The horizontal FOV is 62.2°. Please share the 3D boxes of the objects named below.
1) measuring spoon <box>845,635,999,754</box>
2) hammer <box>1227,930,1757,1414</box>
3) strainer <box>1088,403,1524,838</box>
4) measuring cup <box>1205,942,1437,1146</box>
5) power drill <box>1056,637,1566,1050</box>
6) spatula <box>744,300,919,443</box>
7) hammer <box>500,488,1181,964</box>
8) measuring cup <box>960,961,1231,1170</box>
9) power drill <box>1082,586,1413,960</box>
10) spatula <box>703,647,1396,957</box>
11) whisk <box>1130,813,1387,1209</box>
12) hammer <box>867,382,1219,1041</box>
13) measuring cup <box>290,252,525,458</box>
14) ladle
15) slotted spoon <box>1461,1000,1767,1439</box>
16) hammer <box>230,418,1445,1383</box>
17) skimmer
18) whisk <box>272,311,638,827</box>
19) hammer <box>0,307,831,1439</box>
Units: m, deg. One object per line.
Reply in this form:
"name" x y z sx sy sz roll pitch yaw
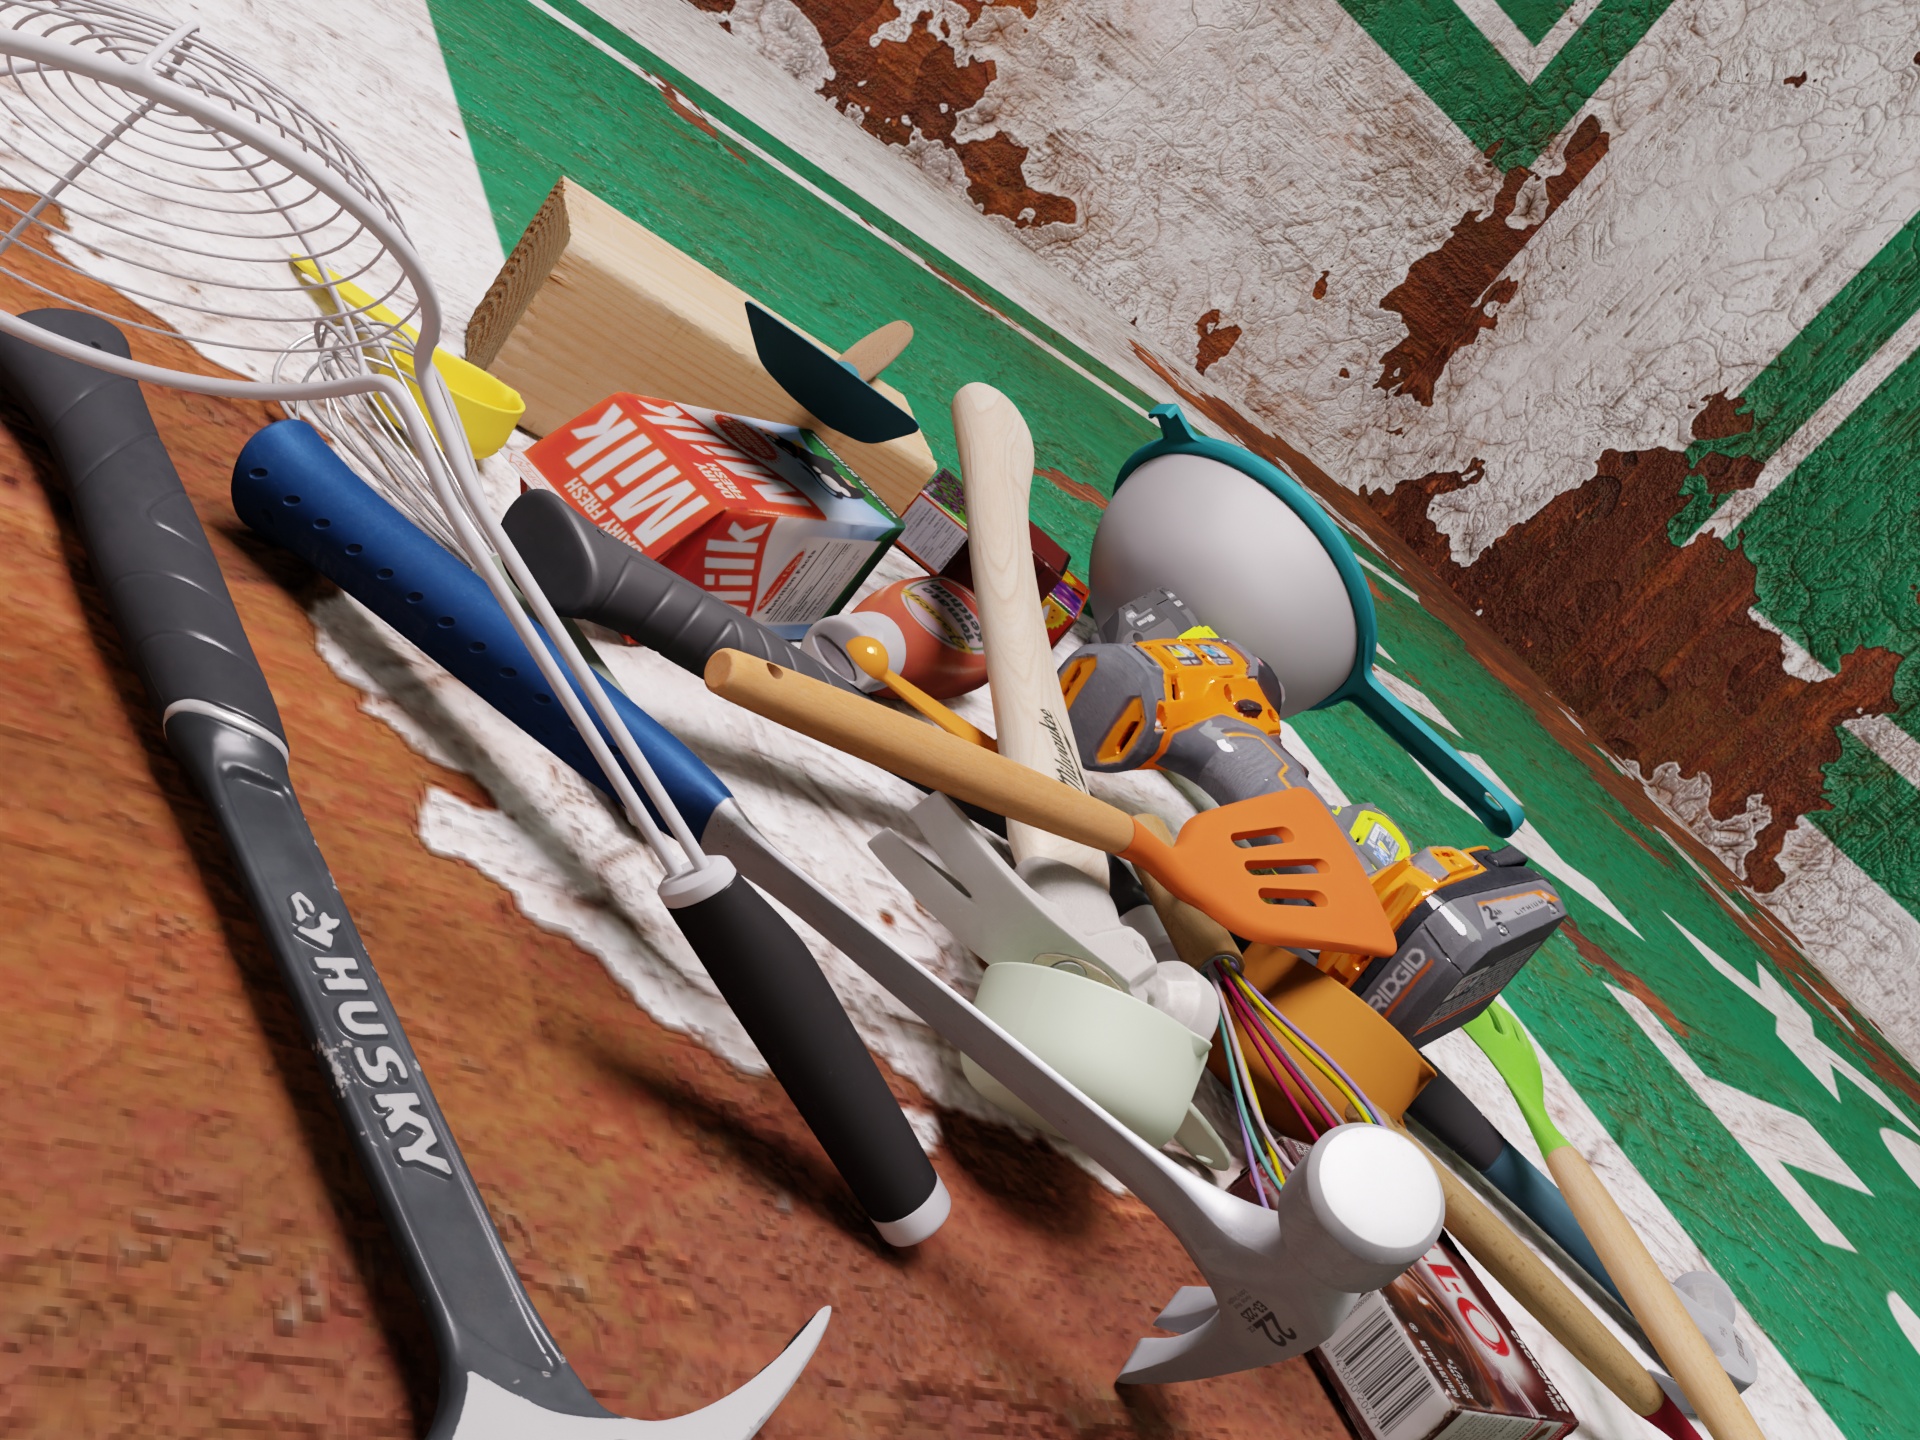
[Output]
"measuring spoon" -0.001 -0.002 0.636 0.116 0.011 0.021 35 19 -33
"hammer" 0.245 0.199 0.766 0.331 0.033 0.128 43 19 8
"strainer" 0.197 -0.027 1.002 0.095 0.210 0.340 -39 73 -25
"measuring cup" 0.153 0.160 0.668 0.095 0.052 0.173 31 -18 42
"power drill" 0.164 0.042 0.748 0.164 0.084 0.227 -6 44 -50
"spatula" -0.044 -0.176 0.762 0.082 0.044 0.318 35 20 -7
"hammer" -0.038 0.000 0.624 0.334 0.035 0.146 31 20 -43
"measuring cup" 0.056 0.135 0.536 0.083 0.038 0.167 7 -30 35
"power drill" 0.155 0.034 0.894 0.223 0.080 0.171 46 24 8
"spatula" 0.045 0.026 0.525 0.322 0.041 0.081 24 36 -47
"whisk" 0.106 0.104 0.589 0.245 0.051 0.047 -113 -173 -58
"hammer" 0.017 -0.045 0.679 0.146 0.038 0.411 40 25 -30
"measuring cup" -0.243 -0.155 0.669 0.157 0.029 0.062 37 16 29
"ladle" 0.253 0.249 0.619 0.315 0.031 0.069 45 12 -13
"slotted spoon" 0.276 0.210 0.694 0.070 0.031 0.314 37 17 -21
"hammer" -0.063 0.042 0.463 0.406 0.144 0.035 37 53 15
"skimmer" -0.112 0.007 0.370 0.090 0.127 0.363 -46 115 -41
"whisk" -0.168 -0.057 0.560 0.059 0.057 0.246 -27 67 -32
"hammer" -0.172 0.019 0.397 0.149 0.036 0.409 14 32 -53
